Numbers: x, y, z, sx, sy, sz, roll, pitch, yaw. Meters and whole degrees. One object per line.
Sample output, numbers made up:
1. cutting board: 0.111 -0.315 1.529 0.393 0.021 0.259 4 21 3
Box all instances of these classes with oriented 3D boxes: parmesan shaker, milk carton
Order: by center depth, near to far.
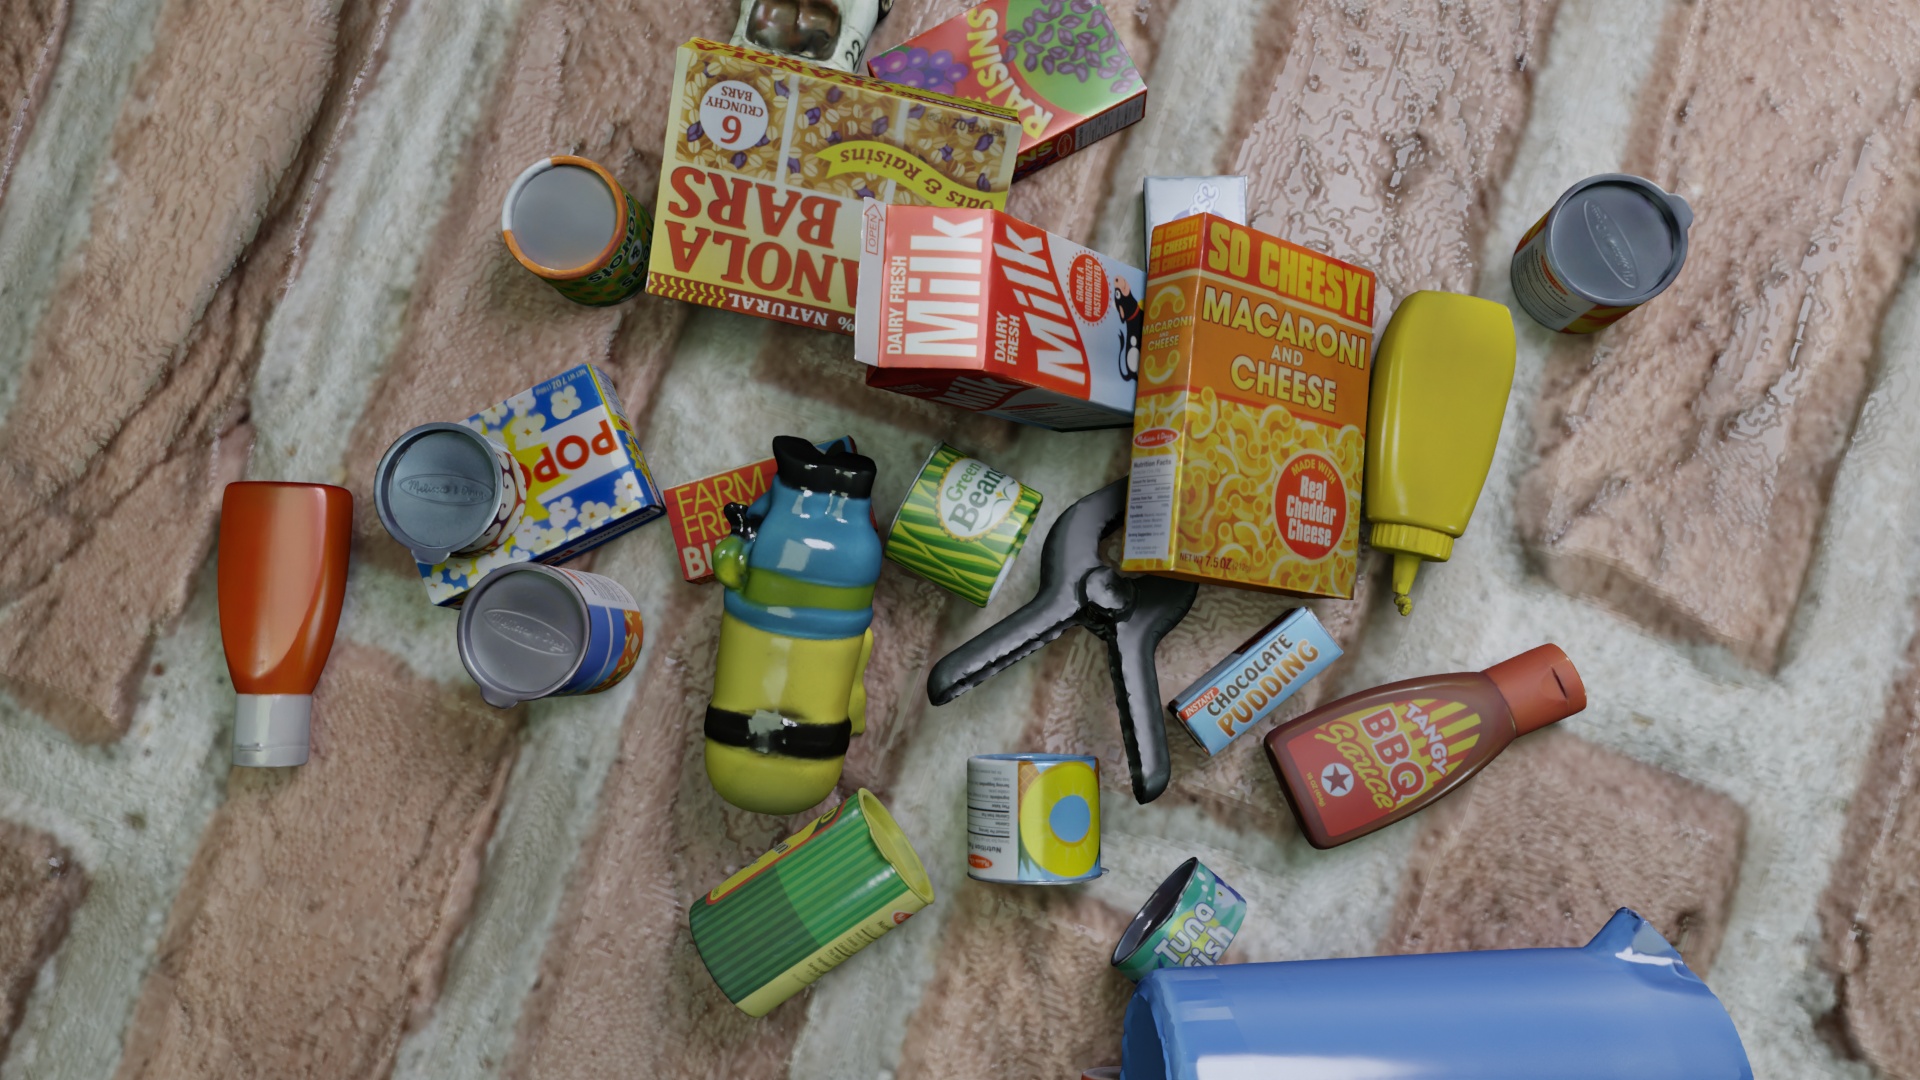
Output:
1. milk carton: 0.020 -0.100 0.641 0.073 0.191 0.072 -1 85 41
2. parmesan shaker: -0.074 0.177 0.682 0.103 0.071 0.071 -34 83 1

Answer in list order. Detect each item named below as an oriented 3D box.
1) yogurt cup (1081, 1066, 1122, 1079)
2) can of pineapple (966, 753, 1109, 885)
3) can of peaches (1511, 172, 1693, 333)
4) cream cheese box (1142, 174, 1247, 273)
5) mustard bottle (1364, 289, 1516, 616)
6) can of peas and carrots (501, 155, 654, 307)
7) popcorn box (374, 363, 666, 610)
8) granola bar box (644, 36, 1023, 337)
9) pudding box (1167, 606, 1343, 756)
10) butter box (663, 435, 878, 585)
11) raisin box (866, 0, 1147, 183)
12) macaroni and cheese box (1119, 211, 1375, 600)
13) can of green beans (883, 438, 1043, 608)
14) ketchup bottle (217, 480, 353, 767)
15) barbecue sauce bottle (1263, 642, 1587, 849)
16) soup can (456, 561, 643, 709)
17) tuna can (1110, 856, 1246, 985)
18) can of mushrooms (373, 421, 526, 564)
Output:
1. yogurt cup: 0.085 0.283 0.664 0.072 0.072 0.054 0 77 5
2. can of pineapple: 0.037 0.135 0.682 0.071 0.071 0.058 -1 84 5
3. can of peaches: 0.317 -0.142 0.690 0.071 0.058 0.071 0 84 5
4. cream cheese box: 0.123 -0.138 0.722 0.053 0.024 0.104 -1 84 5
5. mustard bottle: 0.231 -0.041 0.691 0.065 0.049 0.160 13 86 3
6. can of peas and carrots: -0.198 -0.161 0.733 0.071 0.058 0.071 0 85 5
7. popcorn box: -0.230 -0.028 0.732 0.127 0.038 0.085 -25 83 2
8. granola bar box: -0.064 -0.168 0.691 0.166 0.039 0.123 11 116 -6
9. pudding box: 0.144 0.068 0.687 0.084 0.049 0.030 -38 84 0
10. butter box: -0.099 -0.016 0.728 0.103 0.024 0.053 -16 83 3
11. raisin box: 0.024 -0.238 0.733 0.123 0.040 0.086 -27 84 0
12. macaroni and cheese box: 0.141 -0.060 0.673 0.124 0.040 0.166 10 83 -34
13. can of green beans: 0.002 -0.007 0.697 0.058 0.071 0.071 27 87 6
14. ketchup bottle: -0.360 0.044 0.733 0.065 0.043 0.149 1 85 6
15. barbecue sauce bottle: 0.228 0.095 0.680 0.148 0.043 0.065 -23 81 2
16. soup can: -0.205 0.049 0.700 0.071 0.083 0.071 0 85 5
17. tuna can: 0.106 0.188 0.667 0.033 0.071 0.071 39 89 6
18. can of mushrooms: -0.256 -0.022 0.697 0.071 0.033 0.071 0 84 4
